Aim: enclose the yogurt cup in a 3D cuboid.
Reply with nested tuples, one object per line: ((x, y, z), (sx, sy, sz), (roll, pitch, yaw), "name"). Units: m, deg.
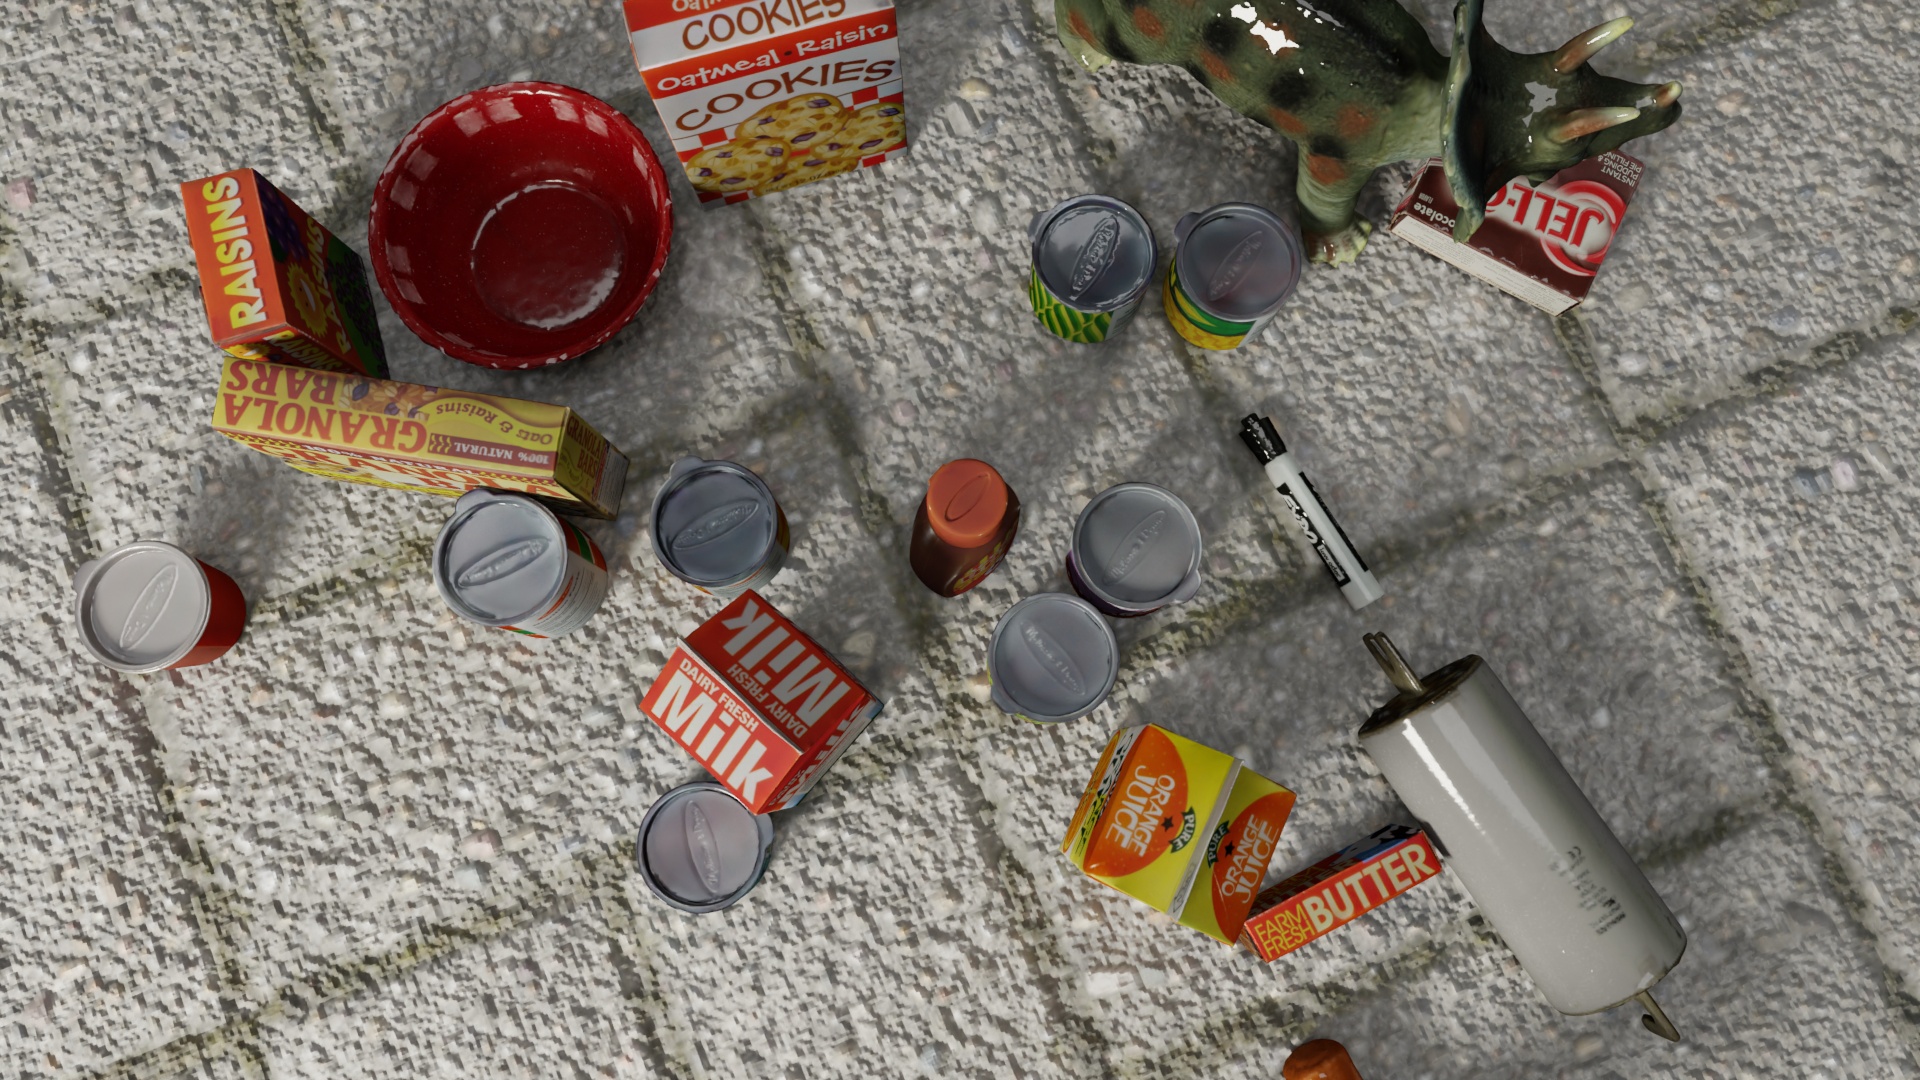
((-0.414, 0.037, 0.727), (0.072, 0.054, 0.072), (0, 81, 0), "yogurt cup")

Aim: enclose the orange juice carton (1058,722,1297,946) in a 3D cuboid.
((0.099, 0.133, 0.644), (0.073, 0.192, 0.072), (25, 82, 4), "orange juice carton")

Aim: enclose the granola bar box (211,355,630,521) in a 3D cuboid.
((-0.266, -0.048, 0.706), (0.166, 0.124, 0.039), (8, 81, 1), "granola bar box")

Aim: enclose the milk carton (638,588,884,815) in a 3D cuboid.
((-0.090, 0.077, 0.653), (0.072, 0.190, 0.073), (41, 83, 6), "milk carton")

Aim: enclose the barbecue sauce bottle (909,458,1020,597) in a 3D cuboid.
((0.002, -0.009, 0.689), (0.044, 0.148, 0.065), (42, 83, 6), "barbecue sauce bottle")

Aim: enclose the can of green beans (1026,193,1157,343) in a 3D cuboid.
((0.071, -0.147, 0.759), (0.071, 0.057, 0.071), (0, 81, 0), "can of green beans")

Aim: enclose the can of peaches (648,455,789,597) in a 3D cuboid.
((-0.127, -0.007, 0.734), (0.071, 0.058, 0.071), (0, 81, 0), "can of peaches")

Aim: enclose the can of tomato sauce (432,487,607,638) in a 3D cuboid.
((-0.226, 0.014, 0.717), (0.071, 0.083, 0.071), (0, 81, 0), "can of tomato sauce")

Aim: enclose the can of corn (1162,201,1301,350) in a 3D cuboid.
((0.144, -0.144, 0.758), (0.071, 0.058, 0.071), (0, 81, 0), "can of corn")

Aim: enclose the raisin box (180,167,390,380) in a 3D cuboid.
((-0.346, -0.127, 0.719), (0.040, 0.123, 0.086), (-16, 81, -3), "raisin box")

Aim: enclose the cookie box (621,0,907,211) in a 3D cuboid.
((-0.093, -0.235, 0.717), (0.123, 0.167, 0.040), (-16, 82, -3), "cookie box")

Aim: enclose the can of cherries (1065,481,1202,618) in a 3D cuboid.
((0.091, 0.009, 0.732), (0.071, 0.058, 0.071), (0, 81, 0), "can of cherries")

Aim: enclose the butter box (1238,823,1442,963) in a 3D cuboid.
((0.189, 0.179, 0.708), (0.103, 0.053, 0.024), (-26, 82, -4), "butter box")

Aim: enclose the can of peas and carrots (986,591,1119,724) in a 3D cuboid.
((0.045, 0.064, 0.723), (0.071, 0.058, 0.071), (0, 81, 0), "can of peas and carrots")

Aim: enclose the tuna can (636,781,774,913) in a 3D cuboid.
((-0.129, 0.157, 0.719), (0.071, 0.033, 0.071), (0, 81, 0), "tuna can")
